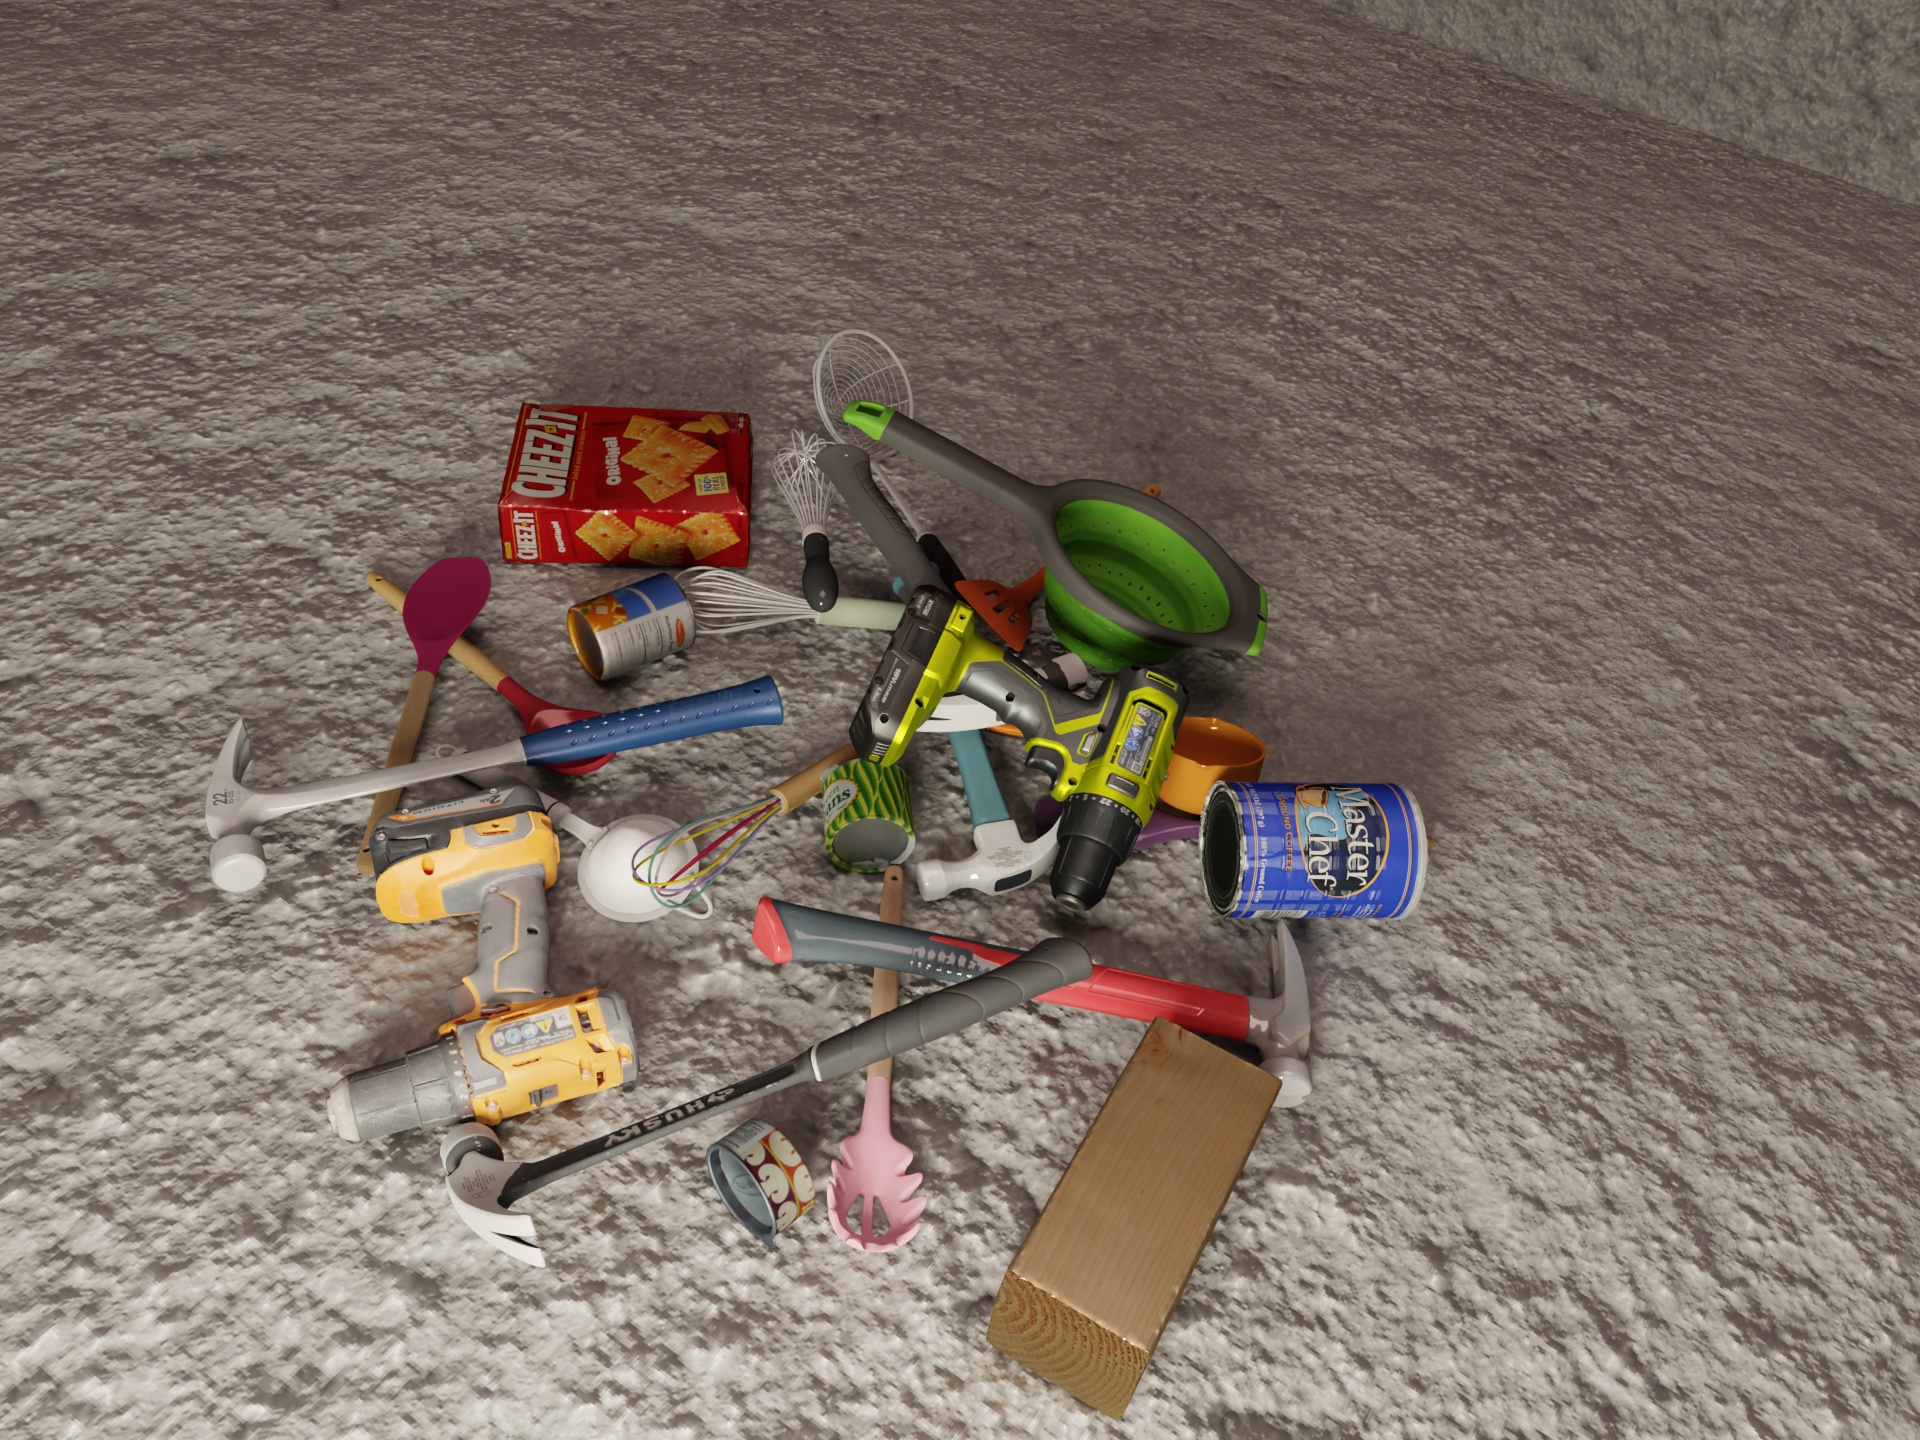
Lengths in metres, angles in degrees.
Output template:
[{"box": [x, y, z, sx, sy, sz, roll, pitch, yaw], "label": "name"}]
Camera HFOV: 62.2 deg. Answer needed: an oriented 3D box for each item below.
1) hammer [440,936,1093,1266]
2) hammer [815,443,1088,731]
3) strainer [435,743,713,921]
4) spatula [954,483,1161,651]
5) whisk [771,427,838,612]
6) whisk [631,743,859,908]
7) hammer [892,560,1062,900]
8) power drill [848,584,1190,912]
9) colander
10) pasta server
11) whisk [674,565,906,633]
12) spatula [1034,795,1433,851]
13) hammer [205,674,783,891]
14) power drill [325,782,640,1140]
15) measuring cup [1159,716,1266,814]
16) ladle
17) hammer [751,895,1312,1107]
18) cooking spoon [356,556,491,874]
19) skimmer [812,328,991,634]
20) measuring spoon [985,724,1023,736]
[{"box": [-0.101, 0.213, 0.960, 0.409, 0.036, 0.149, -18, 15, -21], "label": "hammer"}, {"box": [-0.040, -0.119, 1.317, 0.146, 0.035, 0.335, -20, 54, -20], "label": "hammer"}, {"box": [-0.288, 0.073, 1.157, 0.258, 0.050, 0.087, 25, 60, 21], "label": "strainer"}, {"box": [0.104, -0.154, 1.461, 0.081, 0.041, 0.322, 47, 49, 4], "label": "spatula"}, {"box": [-0.130, -0.178, 1.402, 0.070, 0.070, 0.285, 0, 36, -9], "label": "whisk"}, {"box": [-0.145, 0.070, 1.159, 0.245, 0.047, 0.051, -32, 95, -50], "label": "whisk"}, {"box": [-0.002, -0.004, 1.265, 0.128, 0.033, 0.331, -7, 51, -11], "label": "hammer"}, {"box": [0.040, 0.017, 1.161, 0.228, 0.080, 0.191, 25, 66, -3], "label": "power drill"}, {"box": [0.067, -0.144, 1.352, 0.397, 0.094, 0.205, 27, 38, -6], "label": "colander"}, {"box": [-0.051, 0.212, 1.051, 0.060, 0.040, 0.317, 11, 42, -8], "label": "pasta server"}, {"box": [-0.130, -0.095, 1.359, 0.246, 0.059, 0.058, 4, 80, -11], "label": "whisk"}, {"box": [0.215, 0.085, 1.245, 0.316, 0.018, 0.060, 4, 44, -4], "label": "spatula"}, {"box": [-0.331, 0.020, 1.157, 0.405, 0.035, 0.144, -12, 44, -20], "label": "hammer"}, {"box": [-0.326, 0.160, 1.031, 0.185, 0.084, 0.226, -14, 52, -21], "label": "power drill"}, {"box": [0.152, 0.031, 1.261, 0.173, 0.052, 0.095, 9, 25, 10], "label": "measuring cup"}, {"box": [-0.381, -0.042, 1.269, 0.316, 0.031, 0.069, 34, 52, 27], "label": "ladle"}, {"box": [0.051, 0.163, 1.095, 0.386, 0.038, 0.143, 13, 42, -5], "label": "hammer"}, {"box": [-0.417, -0.015, 1.220, 0.069, 0.017, 0.319, -1, 49, 2], "label": "cooking spoon"}, {"box": [-0.040, -0.227, 1.477, 0.127, 0.090, 0.364, 14, 34, -44], "label": "skimmer"}, {"box": [0.067, 0.005, 1.308, 0.117, 0.011, 0.021, 8, 43, -2], "label": "measuring spoon"}]
